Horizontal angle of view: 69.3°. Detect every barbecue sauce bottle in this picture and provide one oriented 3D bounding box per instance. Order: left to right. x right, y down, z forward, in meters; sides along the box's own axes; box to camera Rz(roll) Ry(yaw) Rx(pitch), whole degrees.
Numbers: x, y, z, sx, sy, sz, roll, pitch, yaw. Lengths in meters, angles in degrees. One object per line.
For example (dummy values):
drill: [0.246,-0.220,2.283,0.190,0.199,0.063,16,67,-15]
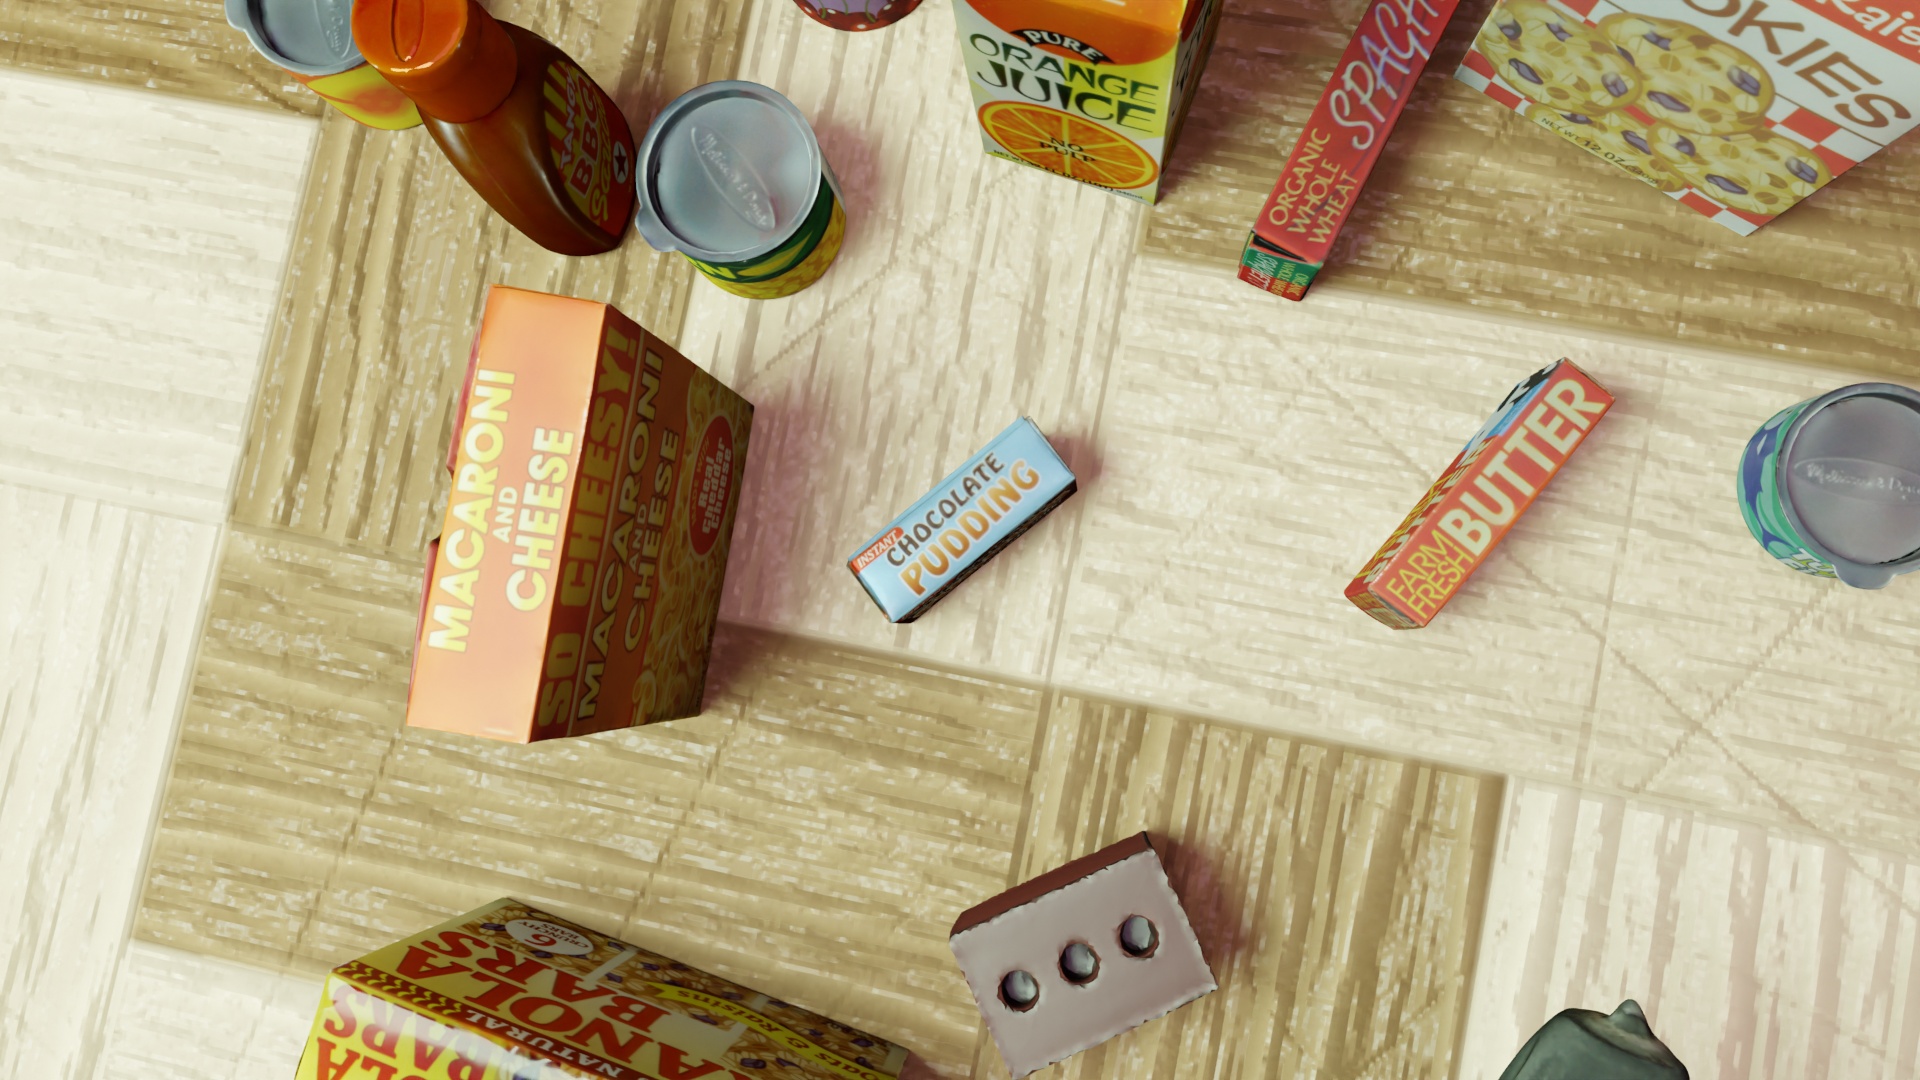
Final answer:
barbecue sauce bottle: [-0.155,-0.147,0.478,0.044,0.148,0.065,1,86,5]

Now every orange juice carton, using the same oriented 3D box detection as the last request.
orange juice carton: [0.045,-0.179,0.441,0.072,0.192,0.073,19,87,7]

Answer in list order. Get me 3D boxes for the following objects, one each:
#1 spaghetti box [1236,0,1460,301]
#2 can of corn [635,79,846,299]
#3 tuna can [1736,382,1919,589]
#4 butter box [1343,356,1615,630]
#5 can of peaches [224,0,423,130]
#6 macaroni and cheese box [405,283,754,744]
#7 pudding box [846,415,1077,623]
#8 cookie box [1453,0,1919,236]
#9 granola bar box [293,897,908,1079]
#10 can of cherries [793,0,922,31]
spaghetti box: [0.169,-0.204,0.504,0.029,0.050,0.250,27,88,7]
can of corn: [-0.081,-0.126,0.515,0.071,0.058,0.071,0,85,5]
tuna can: [0.310,-0.017,0.483,0.071,0.033,0.071,0,85,5]
butter box: [0.178,-0.014,0.484,0.024,0.053,0.103,40,90,7]
can of peaches: [-0.233,-0.199,0.536,0.071,0.058,0.071,0,85,5]
macaroni and cheese box: [-0.115,-0.001,0.452,0.040,0.166,0.123,9,86,6]
pudding box: [0.002,-0.006,0.501,0.084,0.049,0.030,-39,83,1]
cookie box: [0.238,-0.163,0.435,0.123,0.167,0.040,32,89,7]
granola bar box: [-0.108,0.174,0.457,0.166,0.124,0.039,18,87,7]
can of cherries: [-0.040,-0.233,0.521,0.071,0.058,0.071,0,85,5]
